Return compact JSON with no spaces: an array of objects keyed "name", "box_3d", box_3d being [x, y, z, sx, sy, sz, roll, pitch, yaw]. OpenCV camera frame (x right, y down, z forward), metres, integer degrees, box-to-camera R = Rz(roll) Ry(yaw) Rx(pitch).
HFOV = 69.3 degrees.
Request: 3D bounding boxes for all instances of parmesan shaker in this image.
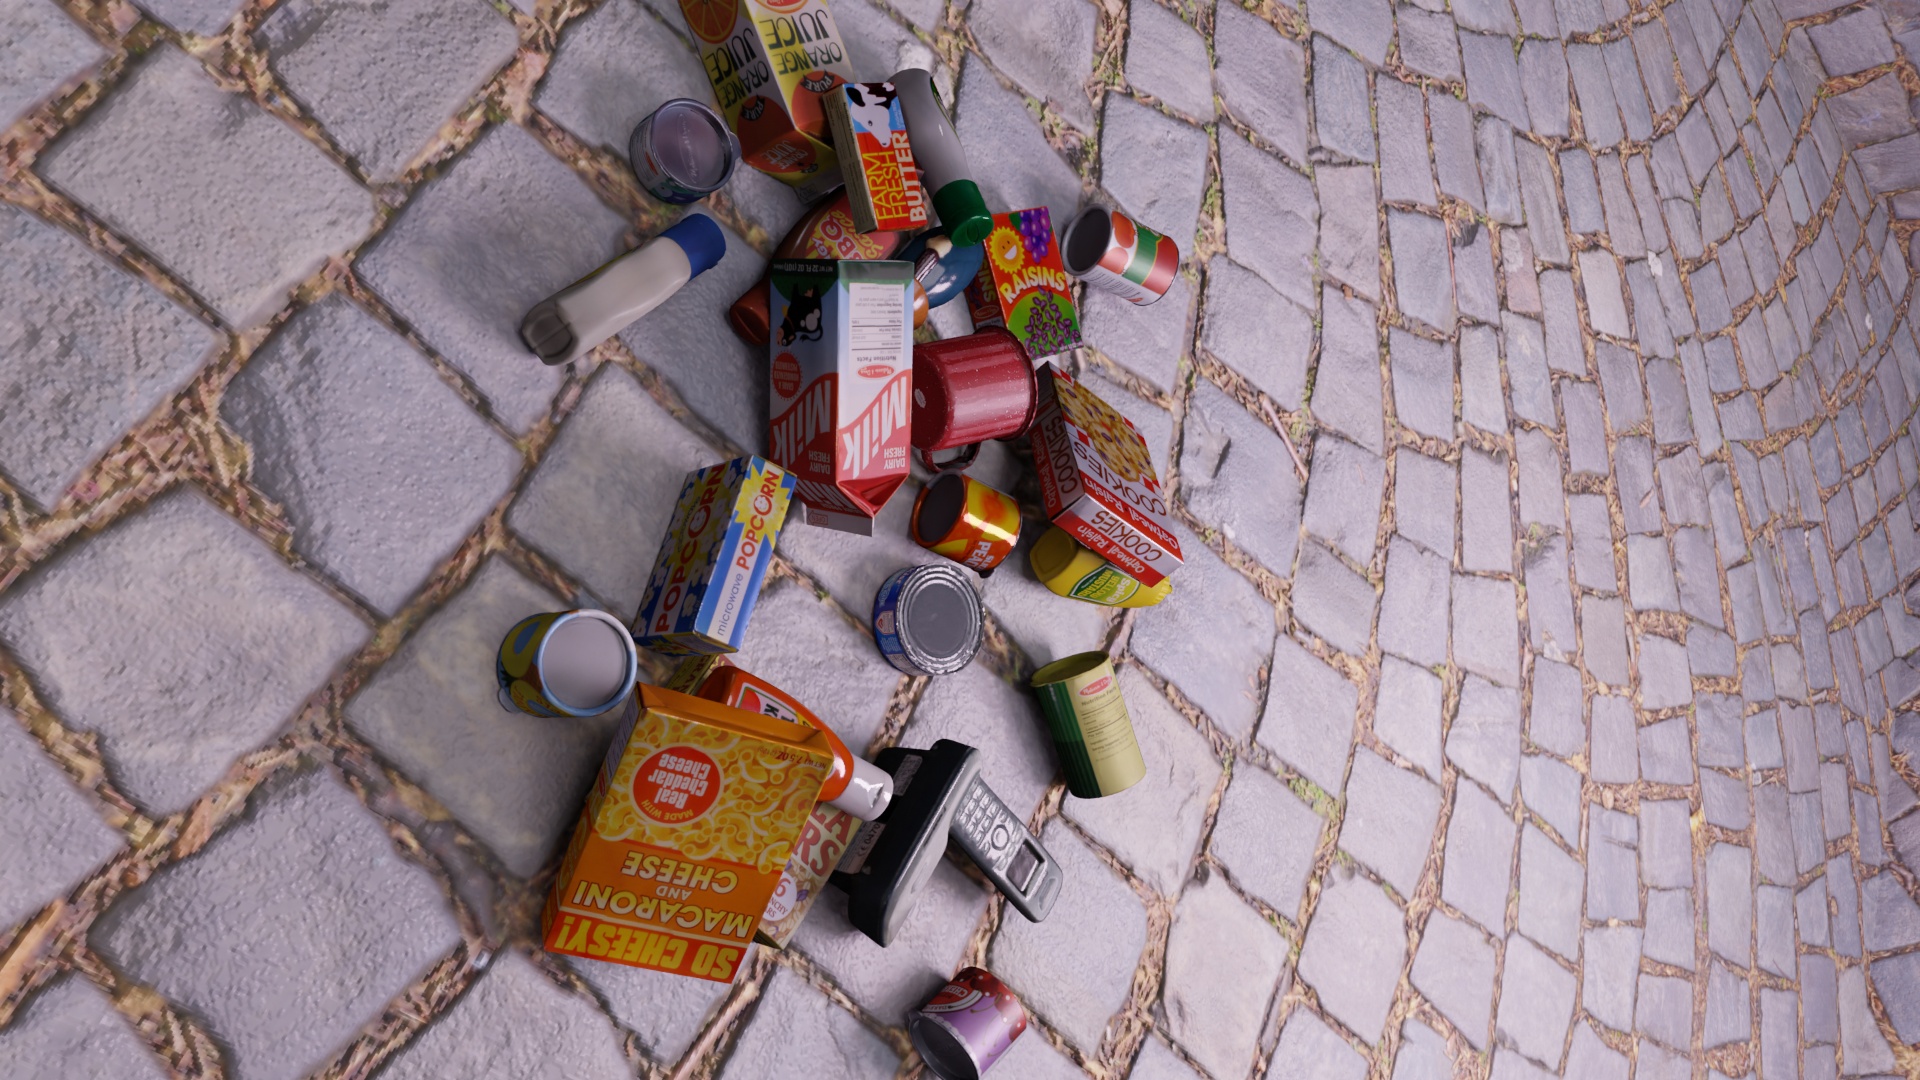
[{"name":"parmesan shaker","box_3d":[0.102,0.150,1.124,0.071,0.071,0.103,-25,101,-40]}]

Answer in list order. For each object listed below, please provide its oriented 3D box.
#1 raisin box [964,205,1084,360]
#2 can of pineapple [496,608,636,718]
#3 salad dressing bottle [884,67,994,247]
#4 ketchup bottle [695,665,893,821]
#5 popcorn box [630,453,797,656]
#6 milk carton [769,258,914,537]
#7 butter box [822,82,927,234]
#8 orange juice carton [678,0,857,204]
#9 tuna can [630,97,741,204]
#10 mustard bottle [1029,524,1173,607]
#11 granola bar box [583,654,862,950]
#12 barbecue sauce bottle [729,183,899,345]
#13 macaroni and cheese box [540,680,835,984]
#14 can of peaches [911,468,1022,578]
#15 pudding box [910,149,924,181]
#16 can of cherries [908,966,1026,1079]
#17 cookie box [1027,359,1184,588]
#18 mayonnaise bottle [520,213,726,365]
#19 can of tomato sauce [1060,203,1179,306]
[{"name":"raisin box","box_3d":[0.047,-0.208,1.147,0.086,0.040,0.123,-21,98,-39]},{"name":"can of pineapple","box_3d":[-0.241,0.077,0.847,0.071,0.057,0.071,7,80,-40]},{"name":"salad dressing bottle","box_3d":[-0.017,-0.293,1.065,0.044,0.064,0.148,-22,69,-1]},{"name":"ketchup bottle","box_3d":[-0.109,0.139,0.906,0.148,0.043,0.065,35,73,-33]},{"name":"popcorn box","box_3d":[-0.161,0.011,0.906,0.038,0.085,0.127,30,66,-33]},{"name":"milk carton","box_3d":[-0.084,-0.100,0.969,0.074,0.072,0.190,-10,105,-46]},{"name":"butter box","box_3d":[-0.060,-0.269,0.980,0.053,0.024,0.103,-20,99,-44]},{"name":"orange juice carton","box_3d":[-0.131,-0.342,0.994,0.073,0.071,0.192,-30,103,-39]},{"name":"tuna can","box_3d":[-0.190,-0.268,0.958,0.071,0.032,0.071,7,80,-40]},{"name":"mustard bottle","box_3d":[0.131,0.026,1.167,0.160,0.065,0.049,17,41,-40]},{"name":"granola bar box","box_3d":[-0.148,0.172,0.925,0.165,0.039,0.125,48,56,-25]},{"name":"barbecue sauce bottle","box_3d":[-0.108,-0.198,1.010,0.064,0.043,0.149,52,55,-18]},{"name":"macaroni and cheese box","box_3d":[-0.166,0.180,0.843,0.124,0.040,0.166,19,103,-24]},{"name":"can of peaches","box_3d":[0.004,-0.013,1.063,0.058,0.071,0.071,26,68,-35]},{"name":"pudding box","box_3d":[-0.068,-0.296,1.043,0.050,0.030,0.084,3,47,-40]},{"name":"can of cherries","box_3d":[0.004,0.352,1.010,0.059,0.071,0.071,-35,106,-38]},{"name":"cookie box","box_3d":[0.112,-0.054,1.127,0.123,0.040,0.168,32,32,-33]},{"name":"mayonnaise bottle","box_3d":[-0.214,-0.167,0.906,0.149,0.064,0.041,-46,109,-39]},{"name":"can of tomato sauce","box_3d":[0.139,-0.251,1.214,0.083,0.071,0.071,15,74,-37]}]
